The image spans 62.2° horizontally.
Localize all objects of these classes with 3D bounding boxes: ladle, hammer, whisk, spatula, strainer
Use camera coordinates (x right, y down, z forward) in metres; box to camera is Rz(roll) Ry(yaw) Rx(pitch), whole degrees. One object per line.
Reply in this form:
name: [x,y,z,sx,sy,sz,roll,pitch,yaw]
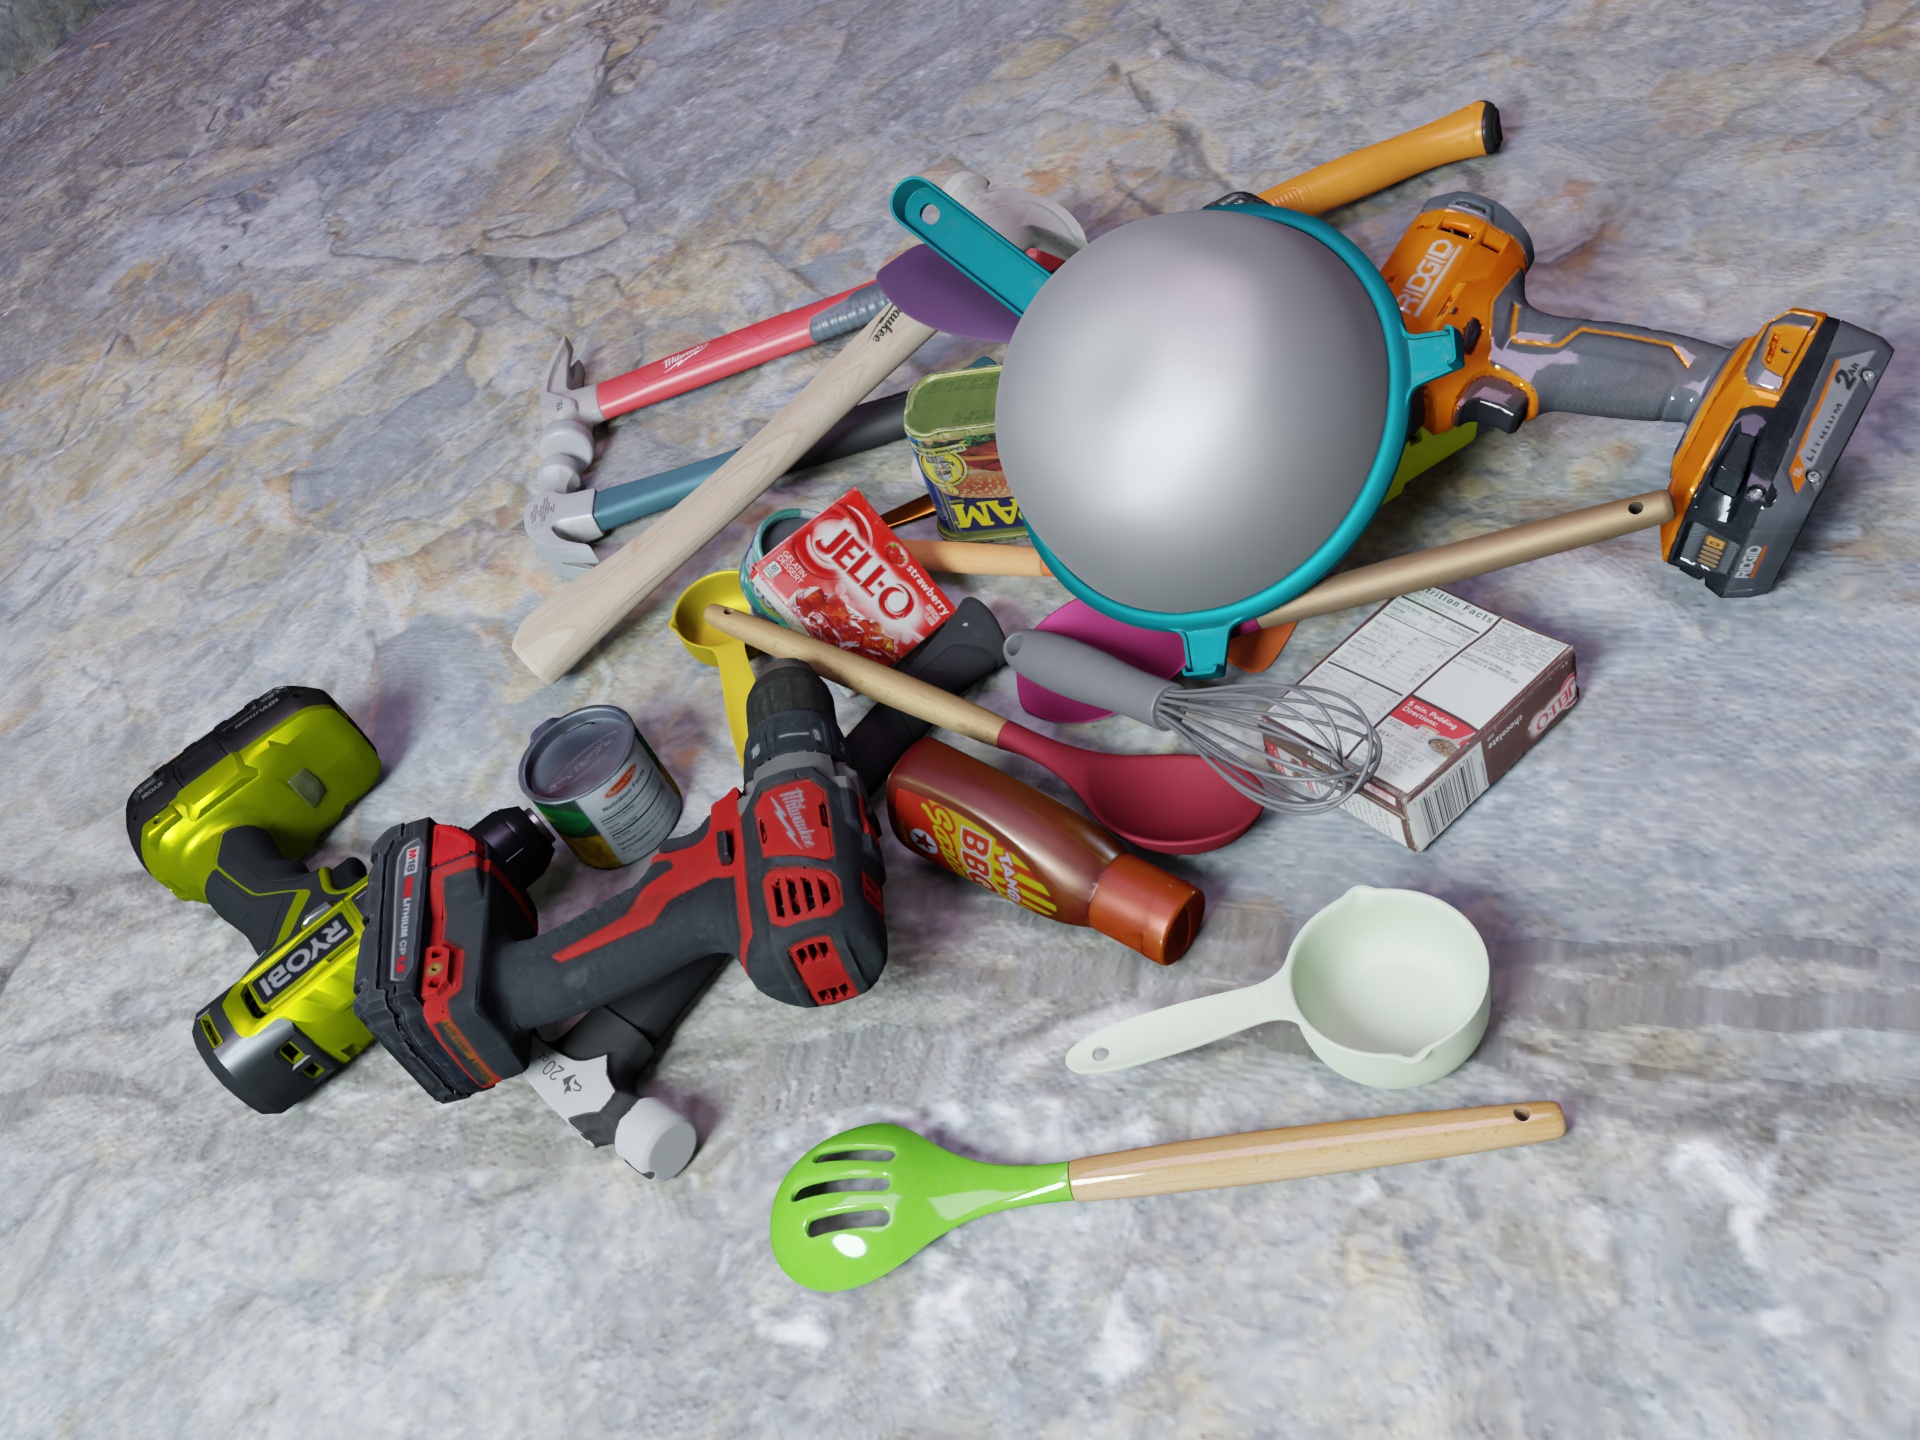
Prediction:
ladle: [-0.001,-0.002,0.769,0.315,0.031,0.069,22,42,25]
hammer: [0.183,-0.321,1.015,0.337,0.034,0.127,-22,30,-1]
hammer: [-0.097,-0.166,0.939,0.410,0.038,0.146,-43,44,-4]
hammer: [-0.087,0.058,0.784,0.146,0.035,0.335,22,60,37]
hammer: [-0.127,-0.169,1.020,0.331,0.033,0.128,-16,43,10]
whisk: [0.095,-0.010,0.723,0.055,0.055,0.239,-43,36,-18]
hammer: [-0.115,-0.284,1.122,0.386,0.038,0.143,-18,42,8]
spatula: [0.077,-0.185,0.839,0.316,0.018,0.060,33,61,27]
strainer: [0.053,-0.191,0.767,0.341,0.095,0.211,45,108,29]
spatula: [0.030,-0.081,0.874,0.323,0.041,0.081,8,54,35]

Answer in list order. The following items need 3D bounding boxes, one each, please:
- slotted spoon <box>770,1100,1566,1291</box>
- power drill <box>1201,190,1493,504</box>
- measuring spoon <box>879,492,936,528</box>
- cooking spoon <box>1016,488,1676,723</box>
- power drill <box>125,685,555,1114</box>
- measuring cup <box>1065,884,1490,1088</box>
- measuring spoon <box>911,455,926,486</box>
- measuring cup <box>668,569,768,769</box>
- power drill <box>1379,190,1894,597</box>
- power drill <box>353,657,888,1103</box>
slotted spoon: [0.068,0.172,0.612,0.314,0.031,0.070,-11,45,13]
power drill: [0.177,-0.197,0.881,0.171,0.080,0.223,-32,47,-7]
measuring spoon: [-0.022,-0.132,0.952,0.117,0.011,0.021,-22,44,4]
cooking spoon: [0.164,-0.056,0.743,0.319,0.017,0.069,-14,67,30]
power drill: [-0.335,0.076,0.851,0.190,0.080,0.229,-41,48,-15]
measuring cup: [0.125,0.120,0.627,0.167,0.038,0.083,-18,44,11]
measuring spoon: [0.027,-0.173,0.964,0.124,0.018,0.034,-18,44,7]
measuring cup: [-0.121,-0.018,0.886,0.062,0.029,0.157,-19,55,0]
power drill: [0.281,-0.144,0.737,0.227,0.084,0.164,28,72,23]
power drill: [-0.148,0.065,0.727,0.226,0.080,0.188,-17,45,3]
